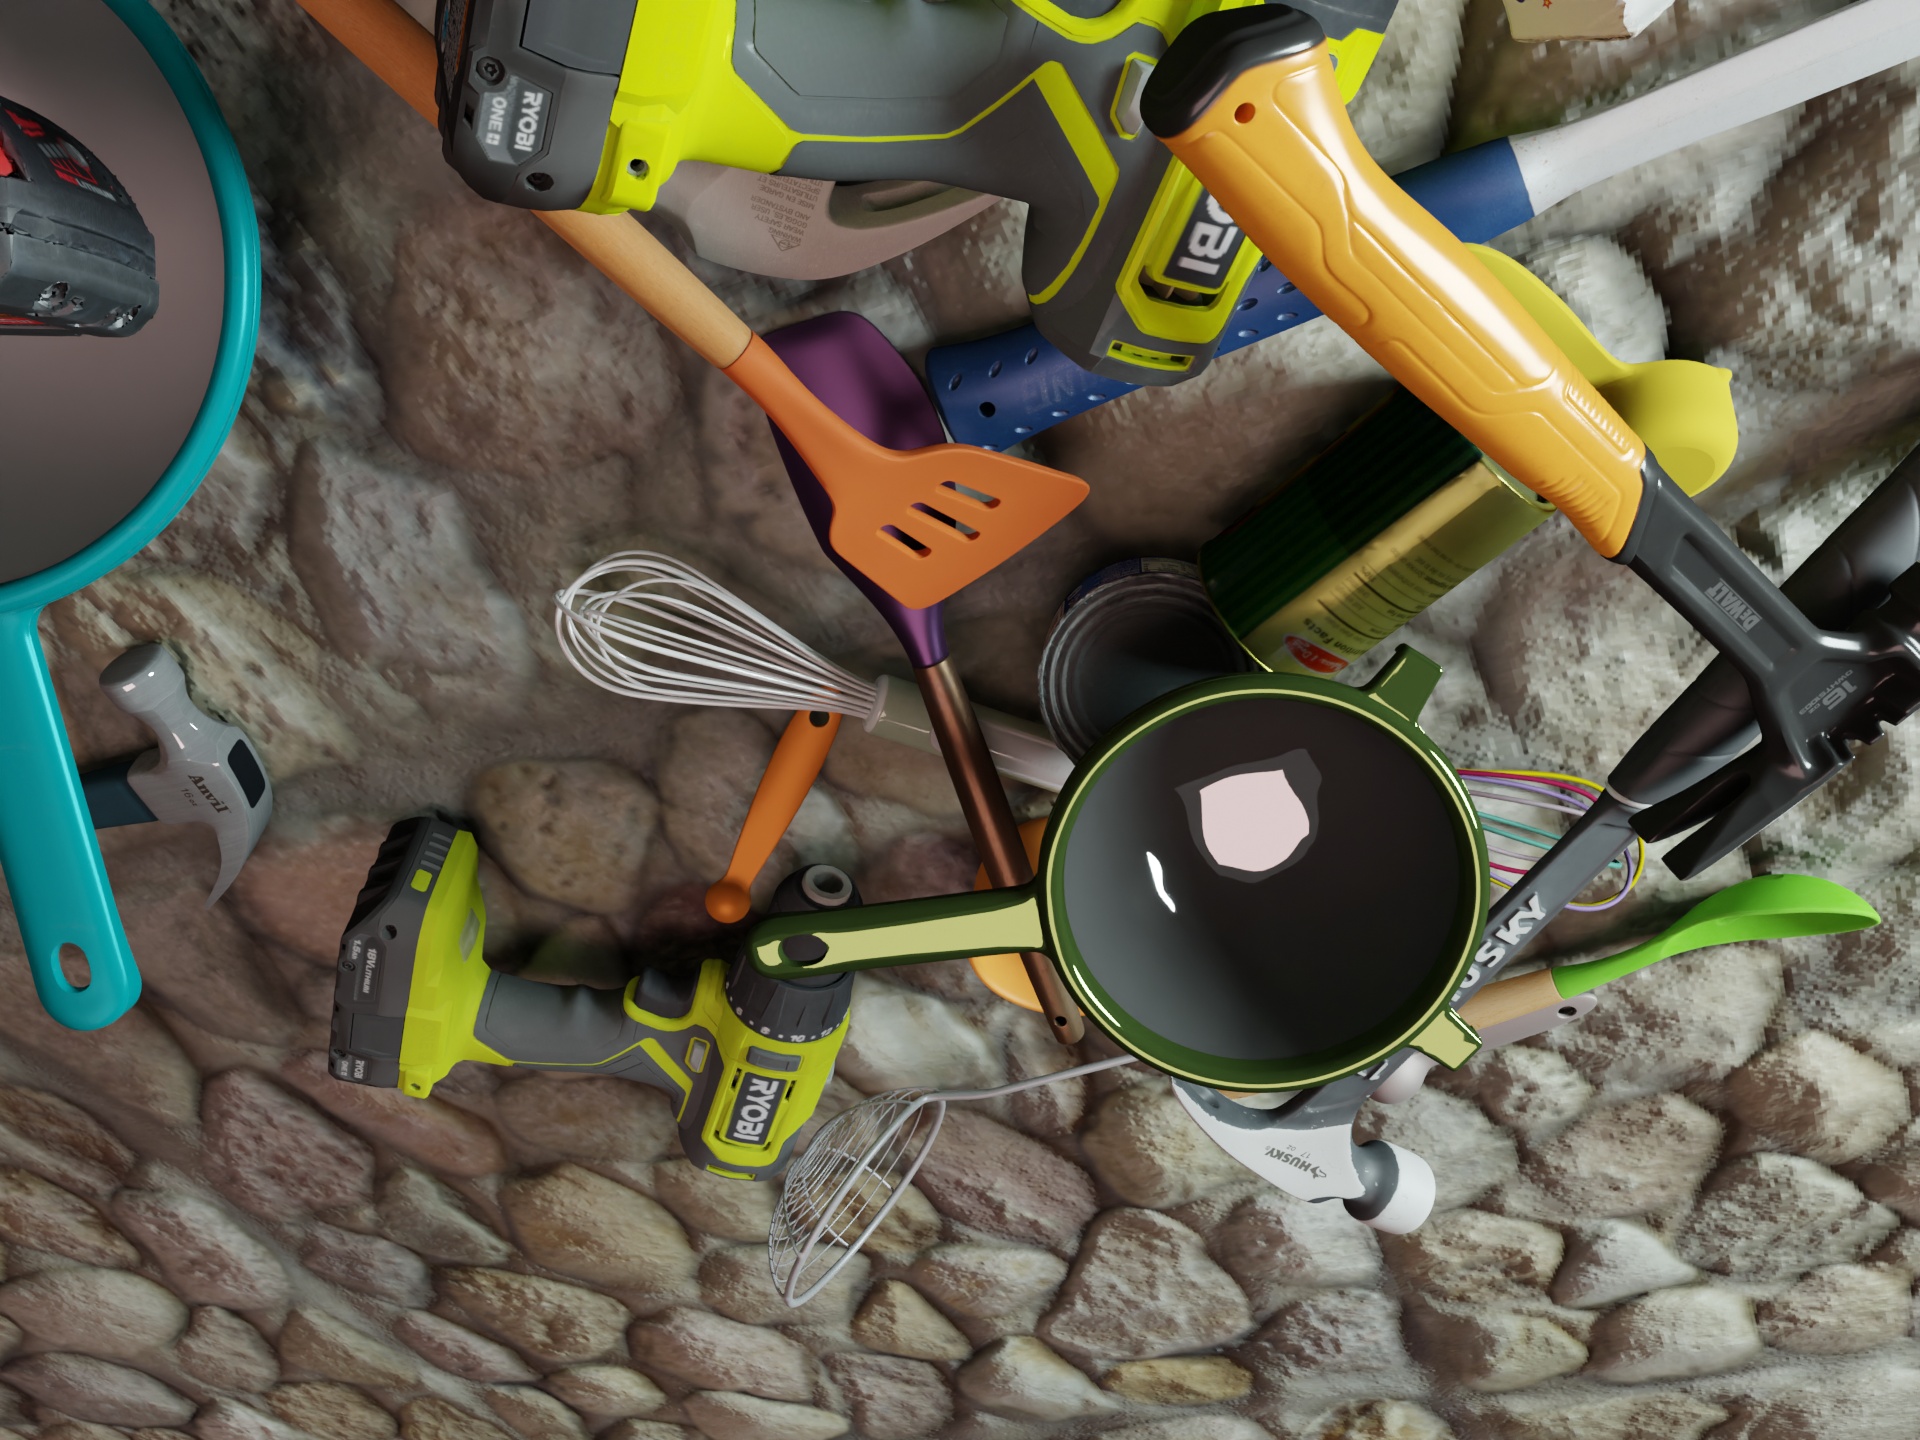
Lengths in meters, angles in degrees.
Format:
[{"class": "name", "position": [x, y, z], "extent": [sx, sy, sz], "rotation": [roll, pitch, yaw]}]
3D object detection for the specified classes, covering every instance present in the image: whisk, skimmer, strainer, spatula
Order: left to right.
[{"class": "strainer", "position": [-0.297, -0.076, 0.501], "extent": [0.211, 0.095, 0.340], "rotation": [-9, 101, -1]}, {"class": "spatula", "position": [-0.083, -0.128, 0.461], "extent": [0.081, 0.041, 0.322], "rotation": [-33, 128, 24]}, {"class": "whisk", "position": [-0.041, -0.009, 0.630], "extent": [0.246, 0.059, 0.058], "rotation": [18, 104, -15]}, {"class": "spatula", "position": [-0.001, -0.002, 0.607], "extent": [0.060, 0.018, 0.315], "rotation": [-13, 115, 14]}, {"class": "skimmer", "position": [0.068, 0.199, 0.773], "extent": [0.363, 0.090, 0.127], "rotation": [-20, 171, 17]}, {"class": "strainer", "position": [0.052, 0.057, 0.570], "extent": [0.256, 0.069, 0.151], "rotation": [-8, 105, 10]}, {"class": "whisk", "position": [0.161, 0.021, 0.643], "extent": [0.245, 0.051, 0.047], "rotation": [17, 111, -4]}]

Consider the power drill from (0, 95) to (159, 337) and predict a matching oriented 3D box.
[{"class": "power drill", "position": [-0.251, -0.215, 0.395], "extent": [0.188, 0.080, 0.226], "rotation": [1, 97, -2]}]

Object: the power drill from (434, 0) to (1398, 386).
[{"class": "power drill", "position": [-0.002, -0.181, 0.386], "extent": [0.223, 0.080, 0.171], "rotation": [4, 130, -26]}]

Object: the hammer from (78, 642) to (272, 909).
[{"class": "hammer", "position": [-0.468, 0.049, 0.738], "extent": [0.331, 0.033, 0.128], "rotation": [-11, 129, 16]}]

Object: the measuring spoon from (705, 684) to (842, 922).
[{"class": "measuring spoon", "position": [-0.078, 0.036, 0.665], "extent": [0.021, 0.011, 0.117], "rotation": [25, 104, -9]}]

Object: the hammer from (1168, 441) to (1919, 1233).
[{"class": "hammer", "position": [0.234, 0.037, 0.584], "extent": [0.149, 0.036, 0.409], "rotation": [27, 115, -22]}]

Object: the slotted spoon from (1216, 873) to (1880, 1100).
[{"class": "slotted spoon", "position": [0.249, 0.128, 0.729], "extent": [0.314, 0.031, 0.070], "rotation": [-26, 151, 30]}]

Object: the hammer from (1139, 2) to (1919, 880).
[{"class": "hammer", "position": [0.168, -0.069, 0.451], "extent": [0.336, 0.034, 0.127], "rotation": [33, 112, -30]}]

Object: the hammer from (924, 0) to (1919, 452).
[{"class": "hammer", "position": [0.180, -0.161, 0.474], "extent": [0.405, 0.035, 0.143], "rotation": [-18, 127, 21]}]

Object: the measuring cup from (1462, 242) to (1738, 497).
[{"class": "measuring cup", "position": [0.190, -0.102, 0.490], "extent": [0.156, 0.029, 0.062], "rotation": [18, 149, -42]}]

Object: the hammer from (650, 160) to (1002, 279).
[{"class": "hammer", "position": [0.009, -0.250, 0.391], "extent": [0.130, 0.031, 0.331], "rotation": [11, 135, -28]}]

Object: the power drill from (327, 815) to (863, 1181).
[{"class": "power drill", "position": [-0.163, 0.122, 0.741], "extent": [0.228, 0.080, 0.190], "rotation": [14, 127, -9]}]

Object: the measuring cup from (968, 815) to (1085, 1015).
[{"class": "measuring cup", "position": [0.081, 0.064, 0.677], "extent": [0.173, 0.052, 0.095], "rotation": [-29, 122, 26]}]

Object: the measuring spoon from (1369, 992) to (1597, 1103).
[{"class": "measuring spoon", "position": [0.247, 0.159, 0.765], "extent": [0.124, 0.018, 0.034], "rotation": [-29, 122, 27]}]
